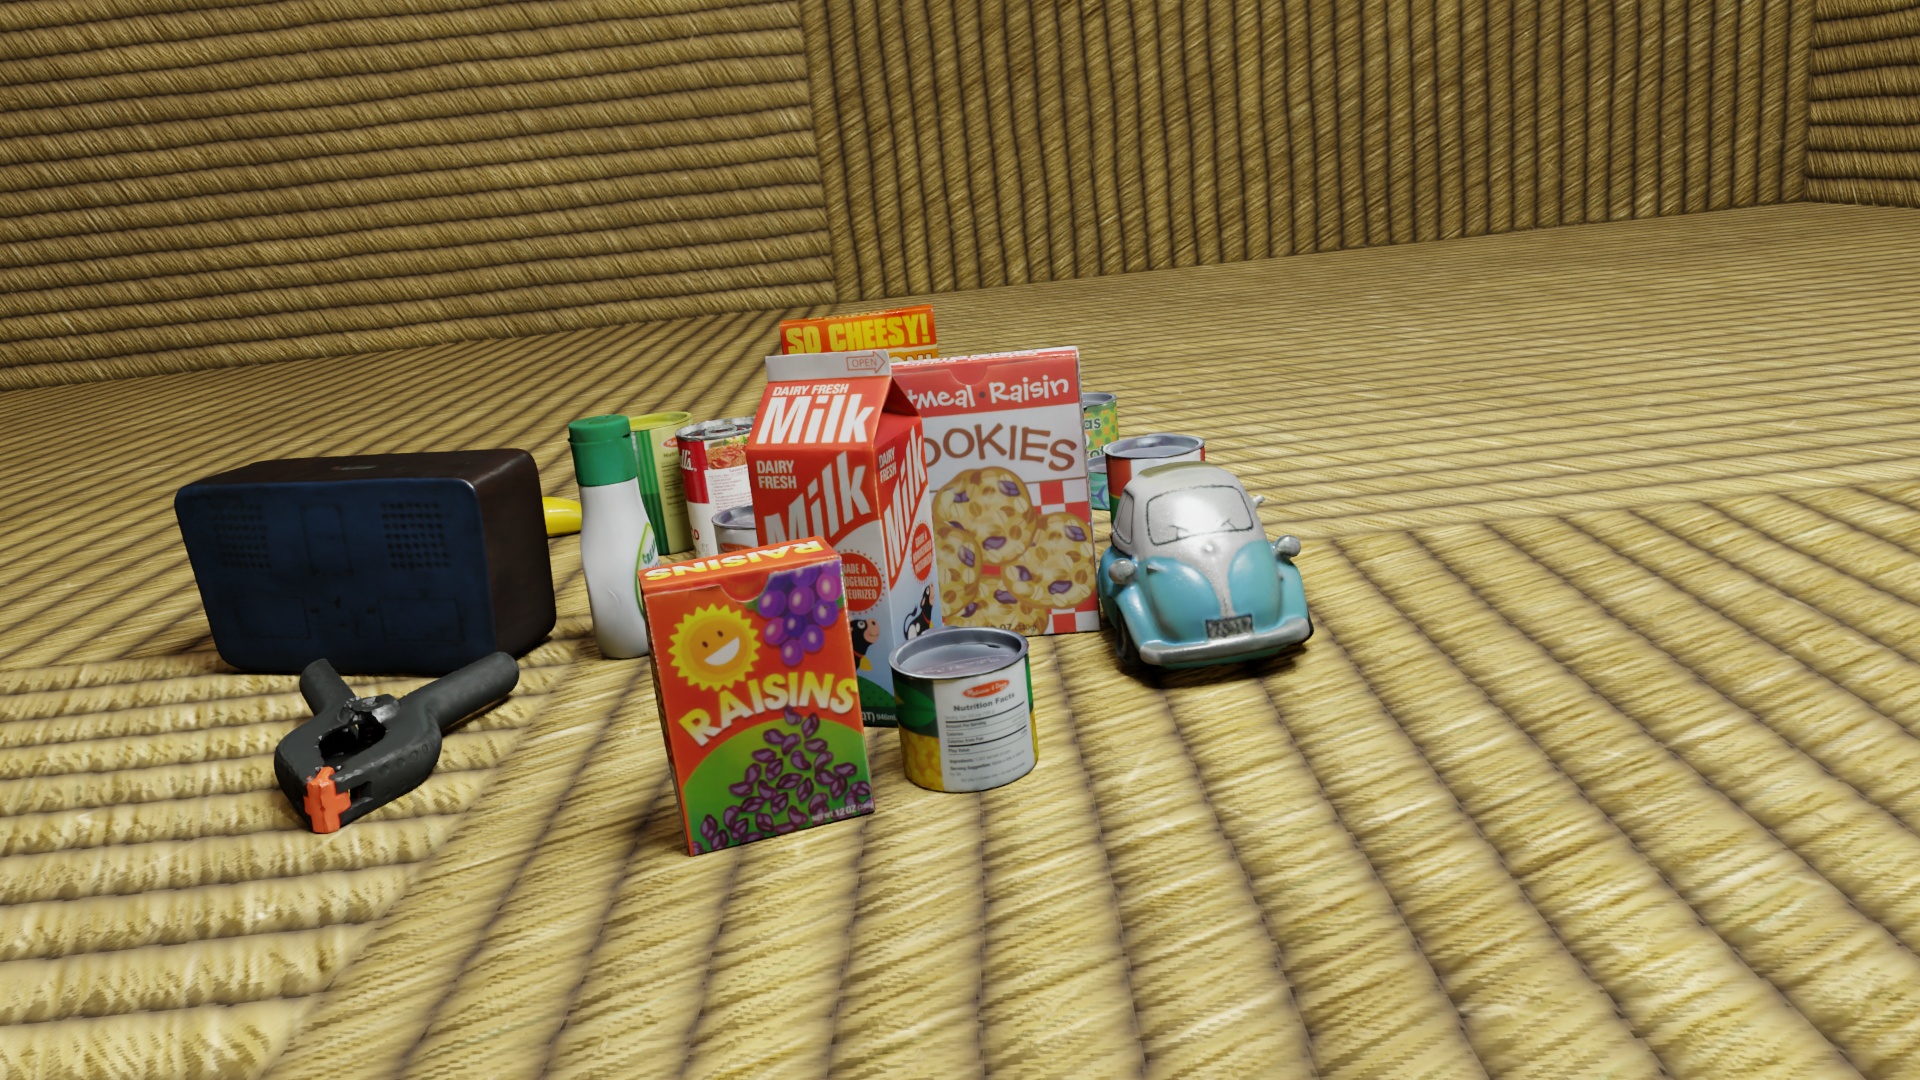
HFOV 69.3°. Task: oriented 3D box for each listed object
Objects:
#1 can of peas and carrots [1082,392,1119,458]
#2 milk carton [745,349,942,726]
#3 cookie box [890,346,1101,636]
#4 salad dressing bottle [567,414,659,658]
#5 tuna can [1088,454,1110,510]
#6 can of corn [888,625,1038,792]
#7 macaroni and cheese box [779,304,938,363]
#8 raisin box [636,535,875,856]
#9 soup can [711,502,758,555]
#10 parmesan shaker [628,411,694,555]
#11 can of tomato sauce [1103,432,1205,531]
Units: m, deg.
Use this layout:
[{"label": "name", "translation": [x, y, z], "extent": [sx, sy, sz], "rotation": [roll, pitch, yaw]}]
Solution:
[{"label": "can of peas and carrots", "translation": [0.109, -0.098, 1.240], "extent": [0.071, 0.058, 0.071], "rotation": [-6, 15, 2]}, {"label": "milk carton", "translation": [-0.059, -0.004, 0.729], "extent": [0.072, 0.190, 0.074], "rotation": [-1, 16, 19]}, {"label": "cookie box", "translation": [0.015, -0.026, 0.819], "extent": [0.123, 0.167, 0.040], "rotation": [-5, 15, 5]}, {"label": "salad dressing bottle", "translation": [-0.213, -0.003, 0.861], "extent": [0.044, 0.147, 0.064], "rotation": [-5, 15, 6]}, {"label": "tuna can", "translation": [0.128, -0.047, 1.100], "extent": [0.071, 0.032, 0.071], "rotation": [-6, 16, 2]}, {"label": "can of corn", "translation": [0.002, 0.078, 0.658], "extent": [0.071, 0.058, 0.071], "rotation": [-6, 15, 2]}, {"label": "macaroni and cheese box", "translation": [-0.074, -0.100, 1.118], "extent": [0.124, 0.166, 0.040], "rotation": [-7, 15, -2]}, {"label": "raisin box", "translation": [-0.090, 0.067, 0.611], "extent": [0.086, 0.123, 0.040], "rotation": [-10, 16, -15]}, {"label": "soup can", "translation": [-0.112, 0.021, 0.856], "extent": [0.071, 0.083, 0.071], "rotation": [-6, 15, 2]}, {"label": "parmesan shaker", "translation": [-0.241, -0.045, 1.103], "extent": [0.071, 0.102, 0.071], "rotation": [-6, 15, 2]}, {"label": "can of tomato sauce", "translation": [0.131, -0.024, 0.925], "extent": [0.071, 0.082, 0.071], "rotation": [-6, 15, 2]}]
